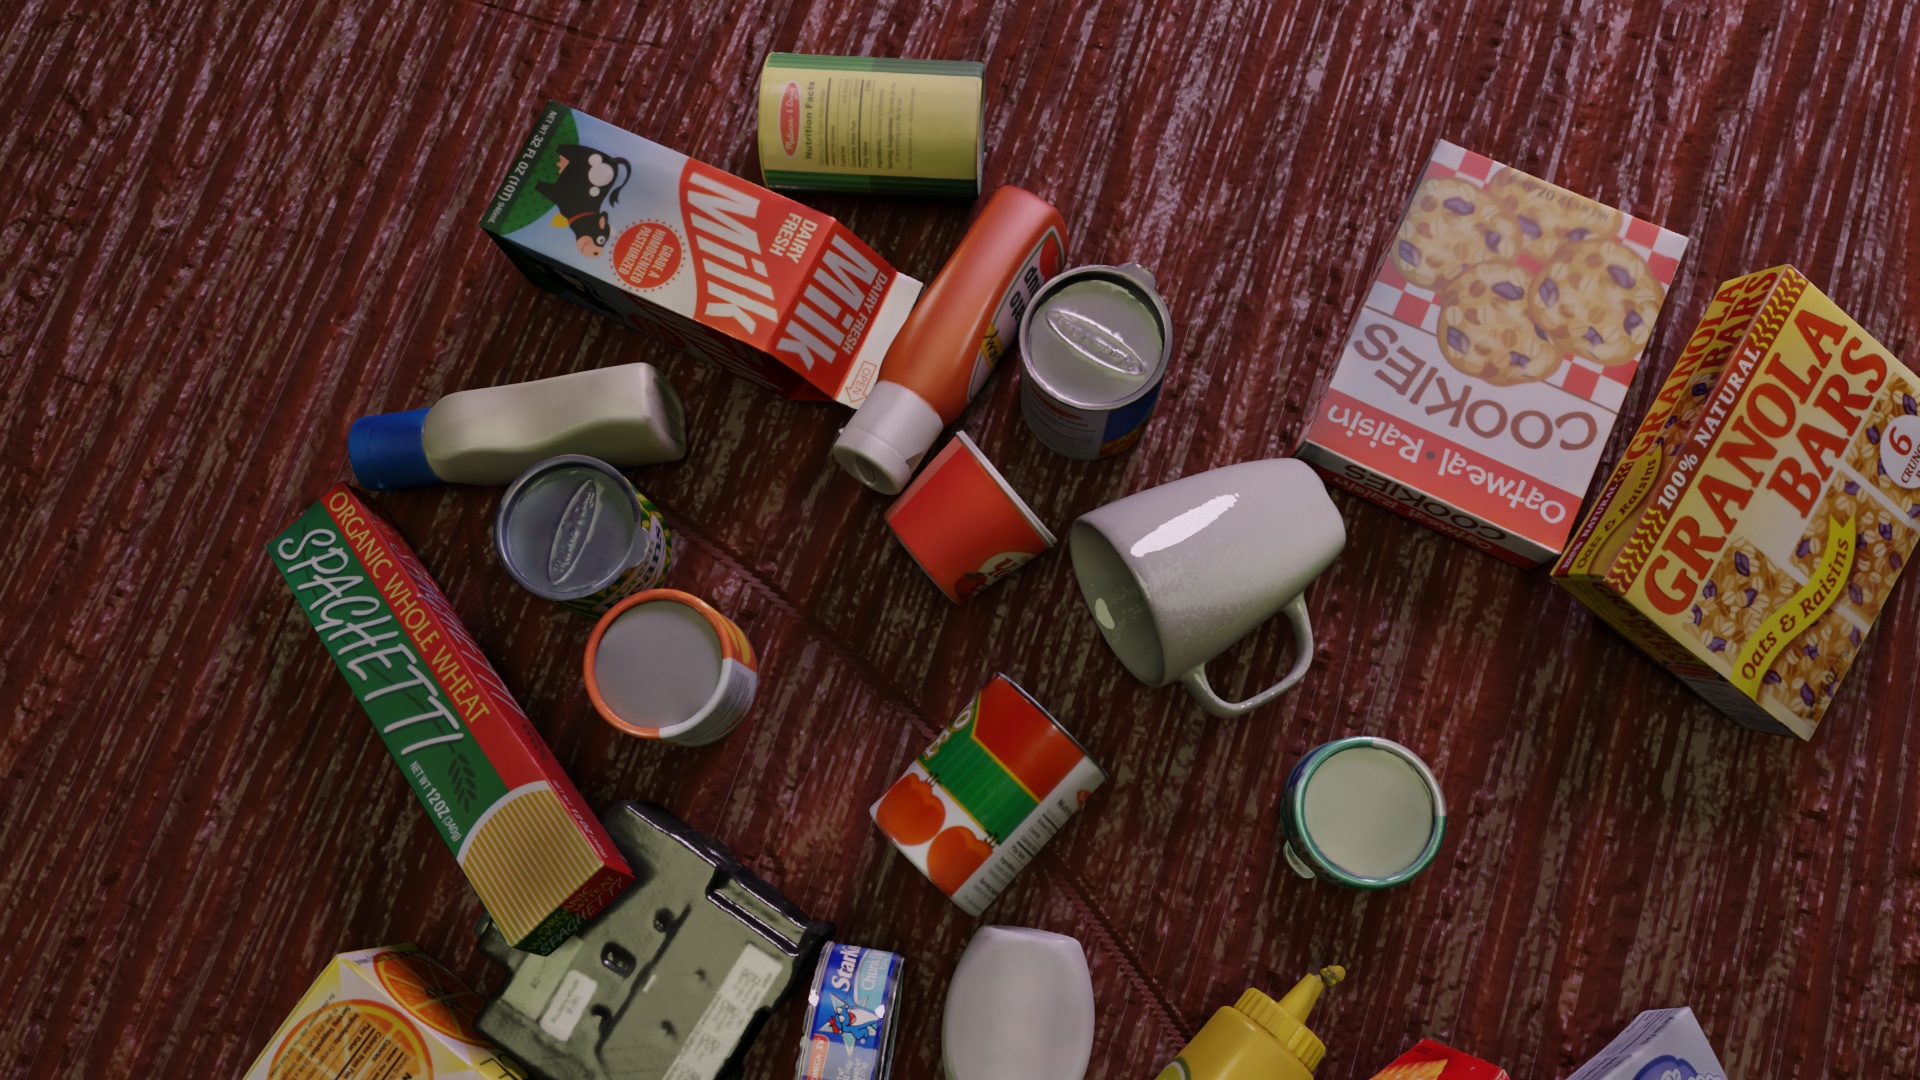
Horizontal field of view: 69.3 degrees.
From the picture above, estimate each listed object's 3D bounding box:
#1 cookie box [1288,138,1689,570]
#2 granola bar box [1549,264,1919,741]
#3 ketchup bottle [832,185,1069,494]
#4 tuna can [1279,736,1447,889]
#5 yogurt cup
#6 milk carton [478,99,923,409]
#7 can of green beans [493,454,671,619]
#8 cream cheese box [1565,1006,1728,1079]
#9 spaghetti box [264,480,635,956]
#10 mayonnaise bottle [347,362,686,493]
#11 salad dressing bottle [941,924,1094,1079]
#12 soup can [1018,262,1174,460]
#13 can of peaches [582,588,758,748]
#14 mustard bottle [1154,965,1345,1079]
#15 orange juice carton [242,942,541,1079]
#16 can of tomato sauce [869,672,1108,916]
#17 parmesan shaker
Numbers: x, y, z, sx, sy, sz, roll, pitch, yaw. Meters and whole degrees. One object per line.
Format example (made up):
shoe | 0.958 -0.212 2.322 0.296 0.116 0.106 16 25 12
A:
cookie box | 0.244 -0.087 0.647 0.123 0.040 0.168 25 79 7
granola bar box | 0.352 -0.016 0.608 0.124 0.039 0.166 36 81 -10
ketchup bottle | -0.004 -0.090 0.637 0.043 0.064 0.149 28 72 14
tuna can | 0.174 0.120 0.607 0.071 0.032 0.071 -1 77 2
yogurt cup | 0.002 -0.008 0.629 0.054 0.072 0.072 -40 79 2
milk carton | -0.117 -0.128 0.656 0.191 0.073 0.072 24 80 7
can of green beans | -0.171 0.000 0.637 0.071 0.057 0.071 -1 77 3
cream cheese box | 0.272 0.231 0.554 0.104 0.024 0.053 -12 72 -40
spaghetti box | -0.229 0.069 0.607 0.050 0.028 0.251 -42 63 -5
mayonnaise bottle | -0.208 -0.050 0.650 0.148 0.064 0.041 -7 74 5
salad dressing bottle | 0.019 0.240 0.583 0.064 0.044 0.148 8 79 4
soup can | 0.061 -0.080 0.631 0.071 0.083 0.071 -1 78 2
can of peaches | -0.131 0.057 0.623 0.071 0.058 0.071 0 78 2
mustard bottle | 0.104 0.235 0.571 0.049 0.065 0.160 42 77 1
orange juice carton | -0.193 0.255 0.574 0.193 0.071 0.073 34 82 10
can of tomato sauce | 0.011 0.108 0.601 0.071 0.071 0.083 43 83 11
parmesan shaker | -0.041 -0.197 0.673 0.103 0.071 0.071 4 78 3
